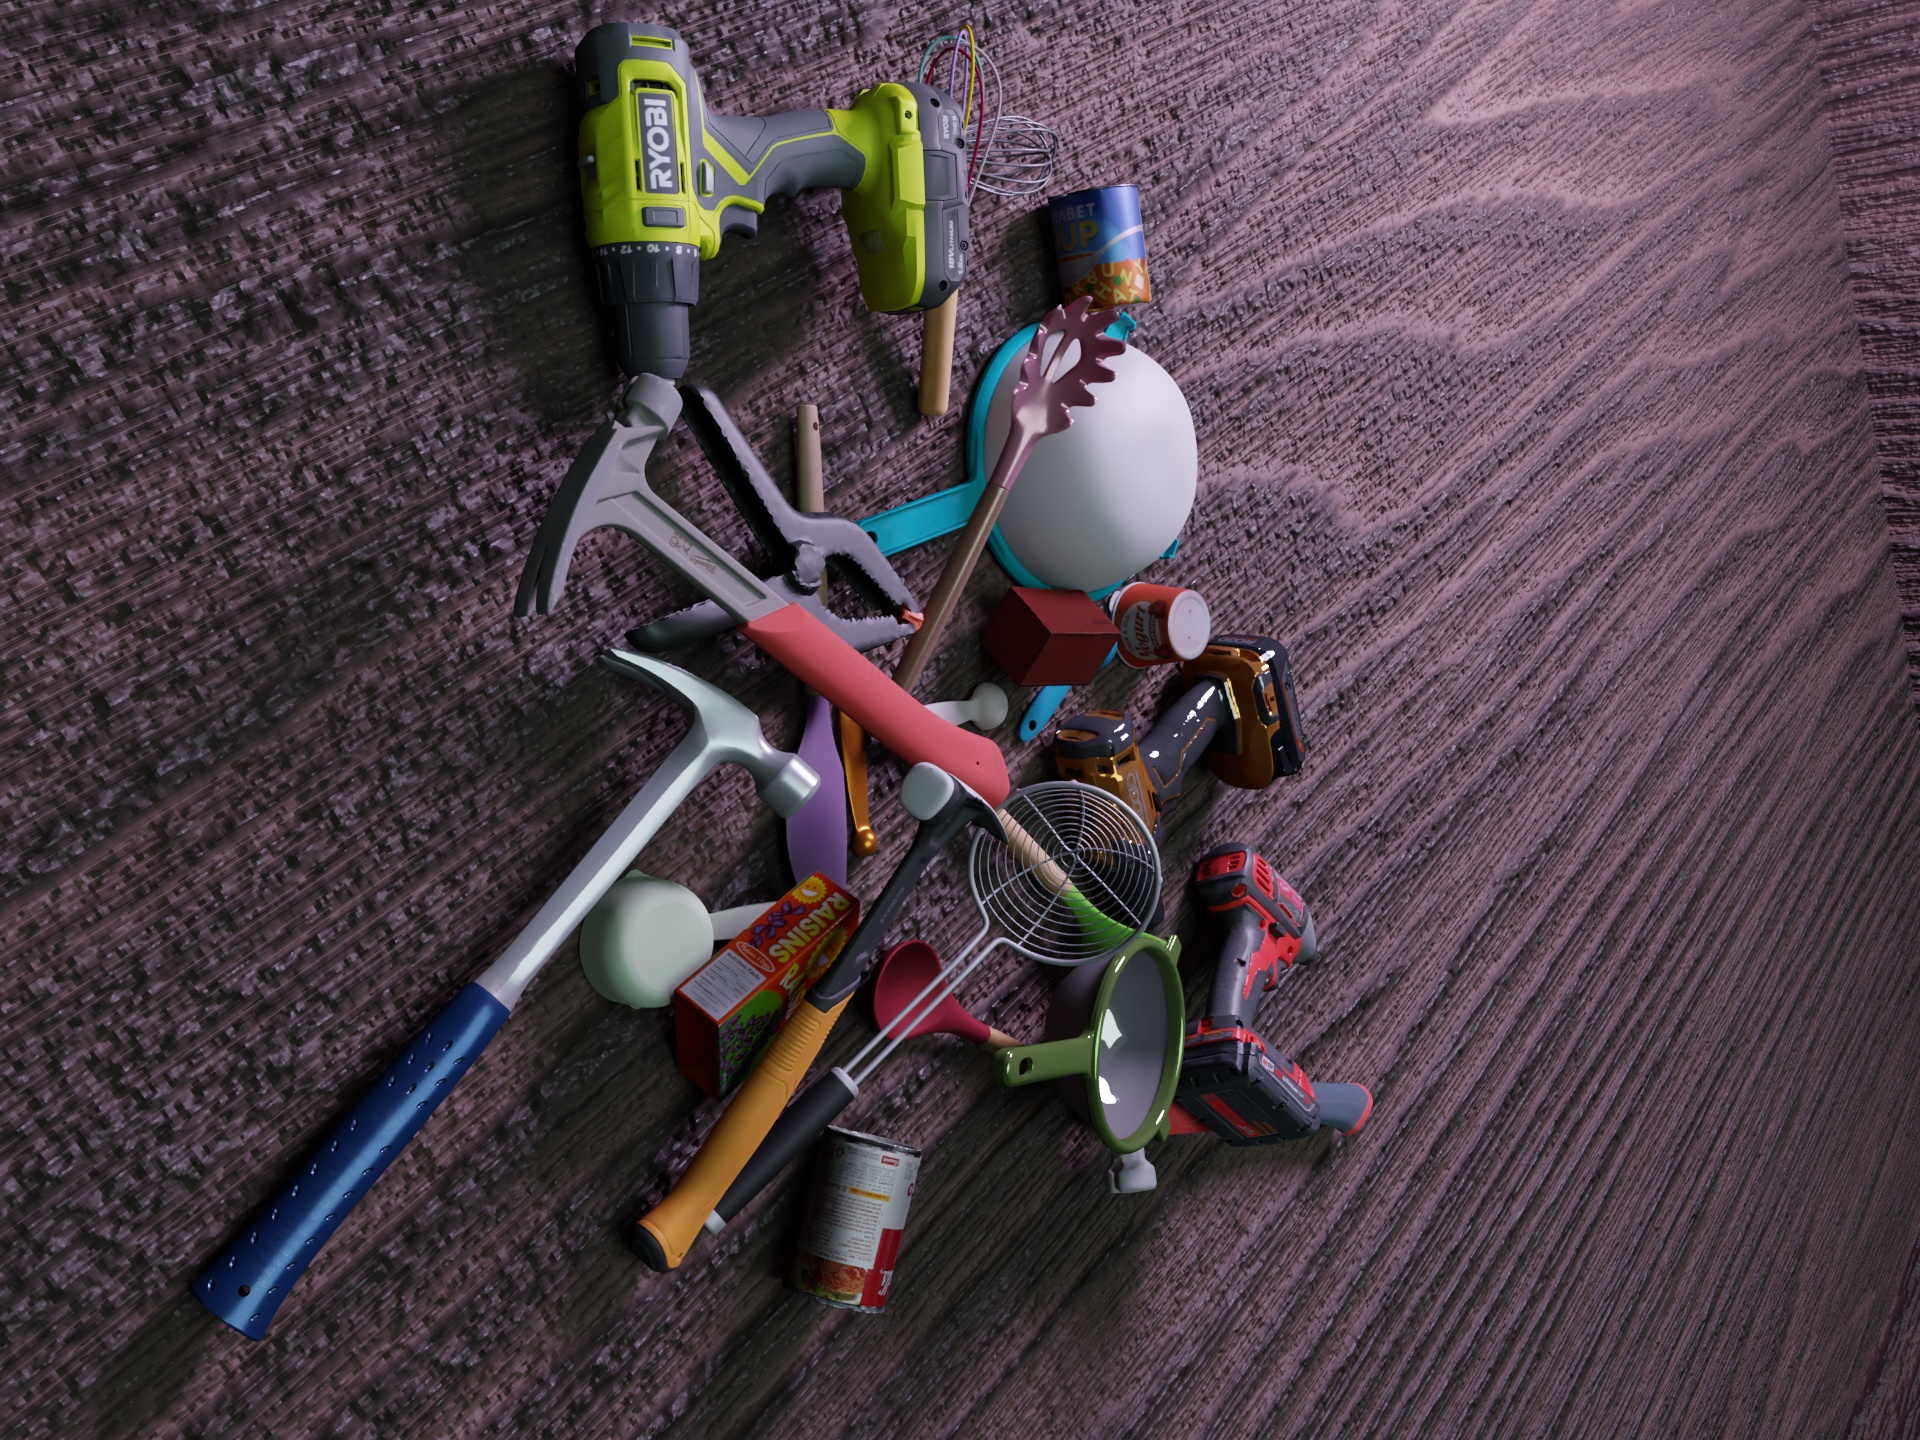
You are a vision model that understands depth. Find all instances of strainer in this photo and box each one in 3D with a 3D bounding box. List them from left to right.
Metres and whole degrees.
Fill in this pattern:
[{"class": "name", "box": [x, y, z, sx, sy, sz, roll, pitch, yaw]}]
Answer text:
[{"class": "strainer", "box": [0.067, -0.169, 1.116, 0.340, 0.095, 0.211, -27, 110, -42]}, {"class": "strainer", "box": [0.072, 0.223, 1.090, 0.256, 0.069, 0.151, 9, 84, -57]}]

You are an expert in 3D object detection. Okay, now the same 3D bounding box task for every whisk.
[{"class": "whisk", "box": [-0.025, -0.378, 1.058, 0.239, 0.055, 0.055, -13, 101, -38]}, {"class": "whisk", "box": [-0.009, -0.320, 1.035, 0.051, 0.047, 0.244, -15, 120, -41]}]

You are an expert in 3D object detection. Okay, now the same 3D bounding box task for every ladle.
[{"class": "ladle", "box": [0.033, 0.234, 1.145, 0.315, 0.031, 0.069, 37, 71, -41]}]

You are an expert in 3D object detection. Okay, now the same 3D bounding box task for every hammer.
[{"class": "hammer", "box": [-0.246, 0.134, 0.843, 0.144, 0.035, 0.405, 42, 65, -11]}, {"class": "hammer", "box": [-0.091, -0.033, 0.924, 0.358, 0.037, 0.149, 40, 60, -39]}, {"class": "hammer", "box": [-0.087, 0.181, 0.952, 0.337, 0.034, 0.127, -56, 157, -4]}, {"class": "hammer", "box": [0.236, 0.306, 1.328, 0.386, 0.038, 0.143, 12, 67, -48]}]

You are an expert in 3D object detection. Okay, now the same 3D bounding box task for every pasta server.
[{"class": "pasta server", "box": [0.015, -0.127, 1.038, 0.060, 0.040, 0.316, 25, 95, -21]}]

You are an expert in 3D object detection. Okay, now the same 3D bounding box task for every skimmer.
[{"class": "skimmer", "box": [-0.024, 0.184, 0.999, 0.363, 0.090, 0.127, -42, 93, -20]}]

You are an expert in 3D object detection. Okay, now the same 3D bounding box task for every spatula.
[{"class": "spatula", "box": [-0.094, -0.042, 1.016, 0.059, 0.018, 0.316, -6, 96, -55]}]

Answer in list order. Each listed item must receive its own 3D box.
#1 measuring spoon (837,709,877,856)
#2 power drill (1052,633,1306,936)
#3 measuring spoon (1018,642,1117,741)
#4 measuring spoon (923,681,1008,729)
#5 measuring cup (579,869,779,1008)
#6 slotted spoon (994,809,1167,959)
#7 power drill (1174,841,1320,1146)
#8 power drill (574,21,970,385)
[{"class": "measuring spoon", "box": [-0.067, 0.034, 1.050, 0.021, 0.011, 0.117, -13, 100, -43]}, {"class": "power drill", "box": [0.174, 0.050, 1.243, 0.226, 0.084, 0.185, -31, 116, -35]}, {"class": "measuring spoon", "box": [0.083, -0.029, 1.187, 0.129, 0.021, 0.042, -52, 124, -31]}, {"class": "measuring spoon", "box": [-0.002, -0.003, 1.094, 0.124, 0.018, 0.034, -14, 104, -55]}, {"class": "measuring cup", "box": [-0.146, 0.128, 0.956, 0.167, 0.038, 0.083, -3, 94, -42]}, {"class": "slotted spoon", "box": [0.058, 0.108, 1.152, 0.313, 0.070, 0.031, 47, 34, -28]}, {"class": "power drill", "box": [0.238, 0.220, 1.278, 0.143, 0.078, 0.220, 44, 43, -31]}, {"class": "power drill", "box": [-0.111, -0.295, 0.935, 0.228, 0.080, 0.190, -9, 101, -32]}]
